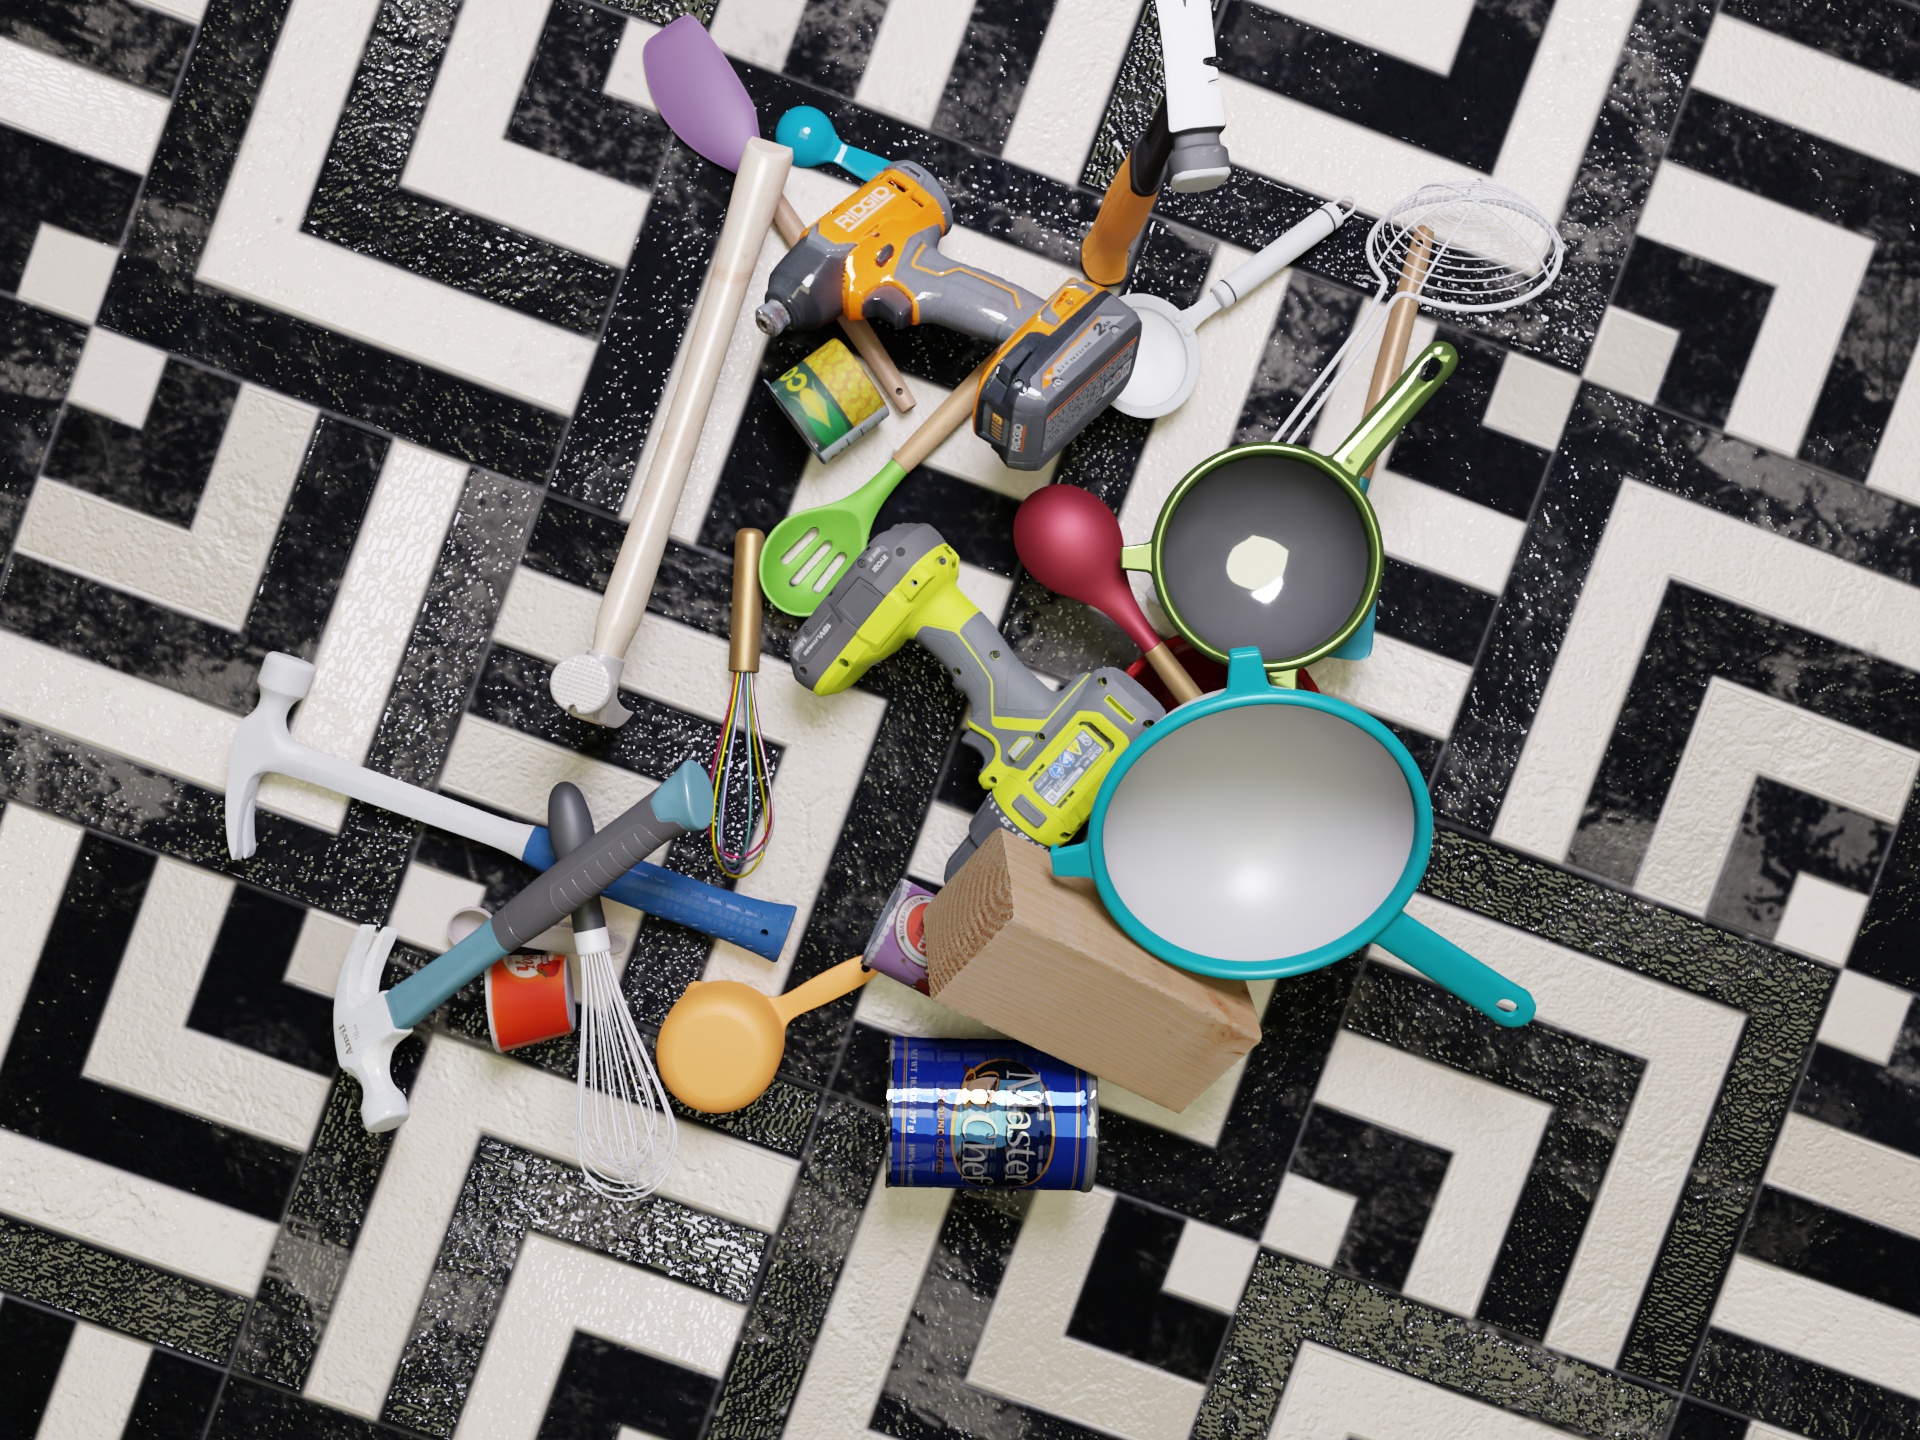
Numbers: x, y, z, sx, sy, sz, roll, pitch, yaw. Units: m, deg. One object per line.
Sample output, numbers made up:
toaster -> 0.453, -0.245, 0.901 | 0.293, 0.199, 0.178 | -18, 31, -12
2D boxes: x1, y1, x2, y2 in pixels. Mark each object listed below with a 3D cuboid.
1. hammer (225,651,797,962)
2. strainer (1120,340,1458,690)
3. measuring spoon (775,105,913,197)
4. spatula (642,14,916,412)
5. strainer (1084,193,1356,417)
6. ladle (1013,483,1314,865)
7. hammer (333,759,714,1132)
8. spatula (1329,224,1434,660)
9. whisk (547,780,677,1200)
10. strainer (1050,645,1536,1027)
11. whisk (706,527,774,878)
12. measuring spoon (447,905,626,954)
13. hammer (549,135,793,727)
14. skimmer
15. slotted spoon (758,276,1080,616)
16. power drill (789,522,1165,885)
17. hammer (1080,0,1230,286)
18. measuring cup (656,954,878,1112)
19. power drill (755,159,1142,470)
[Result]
hammer -> -0.314, 0.088, 1.113 | 0.405, 0.035, 0.144 | 20, 91, -2
strainer -> 0.235, -0.146, 1.060 | 0.151, 0.069, 0.256 | 41, 91, 3
measuring spoon -> -0.070, -0.392, 1.112 | 0.128, 0.021, 0.042 | 25, 91, -1
spatula -> -0.124, -0.349, 1.114 | 0.060, 0.018, 0.316 | -34, 91, 4
strainer -> 0.178, -0.292, 1.115 | 0.258, 0.050, 0.087 | -37, 98, -6
ladle -> 0.144, -0.028, 1.072 | 0.069, 0.031, 0.315 | -37, 94, 2
hammer -> -0.290, 0.134, 1.046 | 0.331, 0.033, 0.128 | -35, 65, 15
spatula -> 0.287, -0.198, 1.118 | 0.082, 0.044, 0.317 | 14, 89, 24
whisk -> -0.242, 0.181, 1.074 | 0.070, 0.070, 0.284 | -11, 86, -1
strainer -> 0.237, 0.089, 1.034 | 0.340, 0.095, 0.211 | 33, 115, -16
whisk -> -0.151, -0.012, 1.117 | 0.047, 0.051, 0.245 | 3, 87, -23
measuring spoon -> -0.299, 0.150, 1.128 | 0.124, 0.018, 0.034 | 7, 110, -8
hammer -> -0.188, -0.194, 1.076 | 0.038, 0.146, 0.411 | 17, 84, -3
skimmer -> 0.262, -0.217, 1.104 | 0.363, 0.090, 0.127 | -53, 56, 15
slotted spoon -> -0.024, -0.195, 1.118 | 0.070, 0.031, 0.314 | 44, 88, -7
power drill -> -0.002, -0.003, 1.076 | 0.228, 0.080, 0.190 | 43, 107, 6
hammer -> 0.107, -0.336, 0.962 | 0.034, 0.337, 0.127 | -7, 90, -3
measuring cup -> -0.132, 0.210, 1.112 | 0.173, 0.052, 0.095 | -28, 92, 1
power drill -> -0.015, -0.262, 1.042 | 0.227, 0.084, 0.164 | 37, 64, 17
